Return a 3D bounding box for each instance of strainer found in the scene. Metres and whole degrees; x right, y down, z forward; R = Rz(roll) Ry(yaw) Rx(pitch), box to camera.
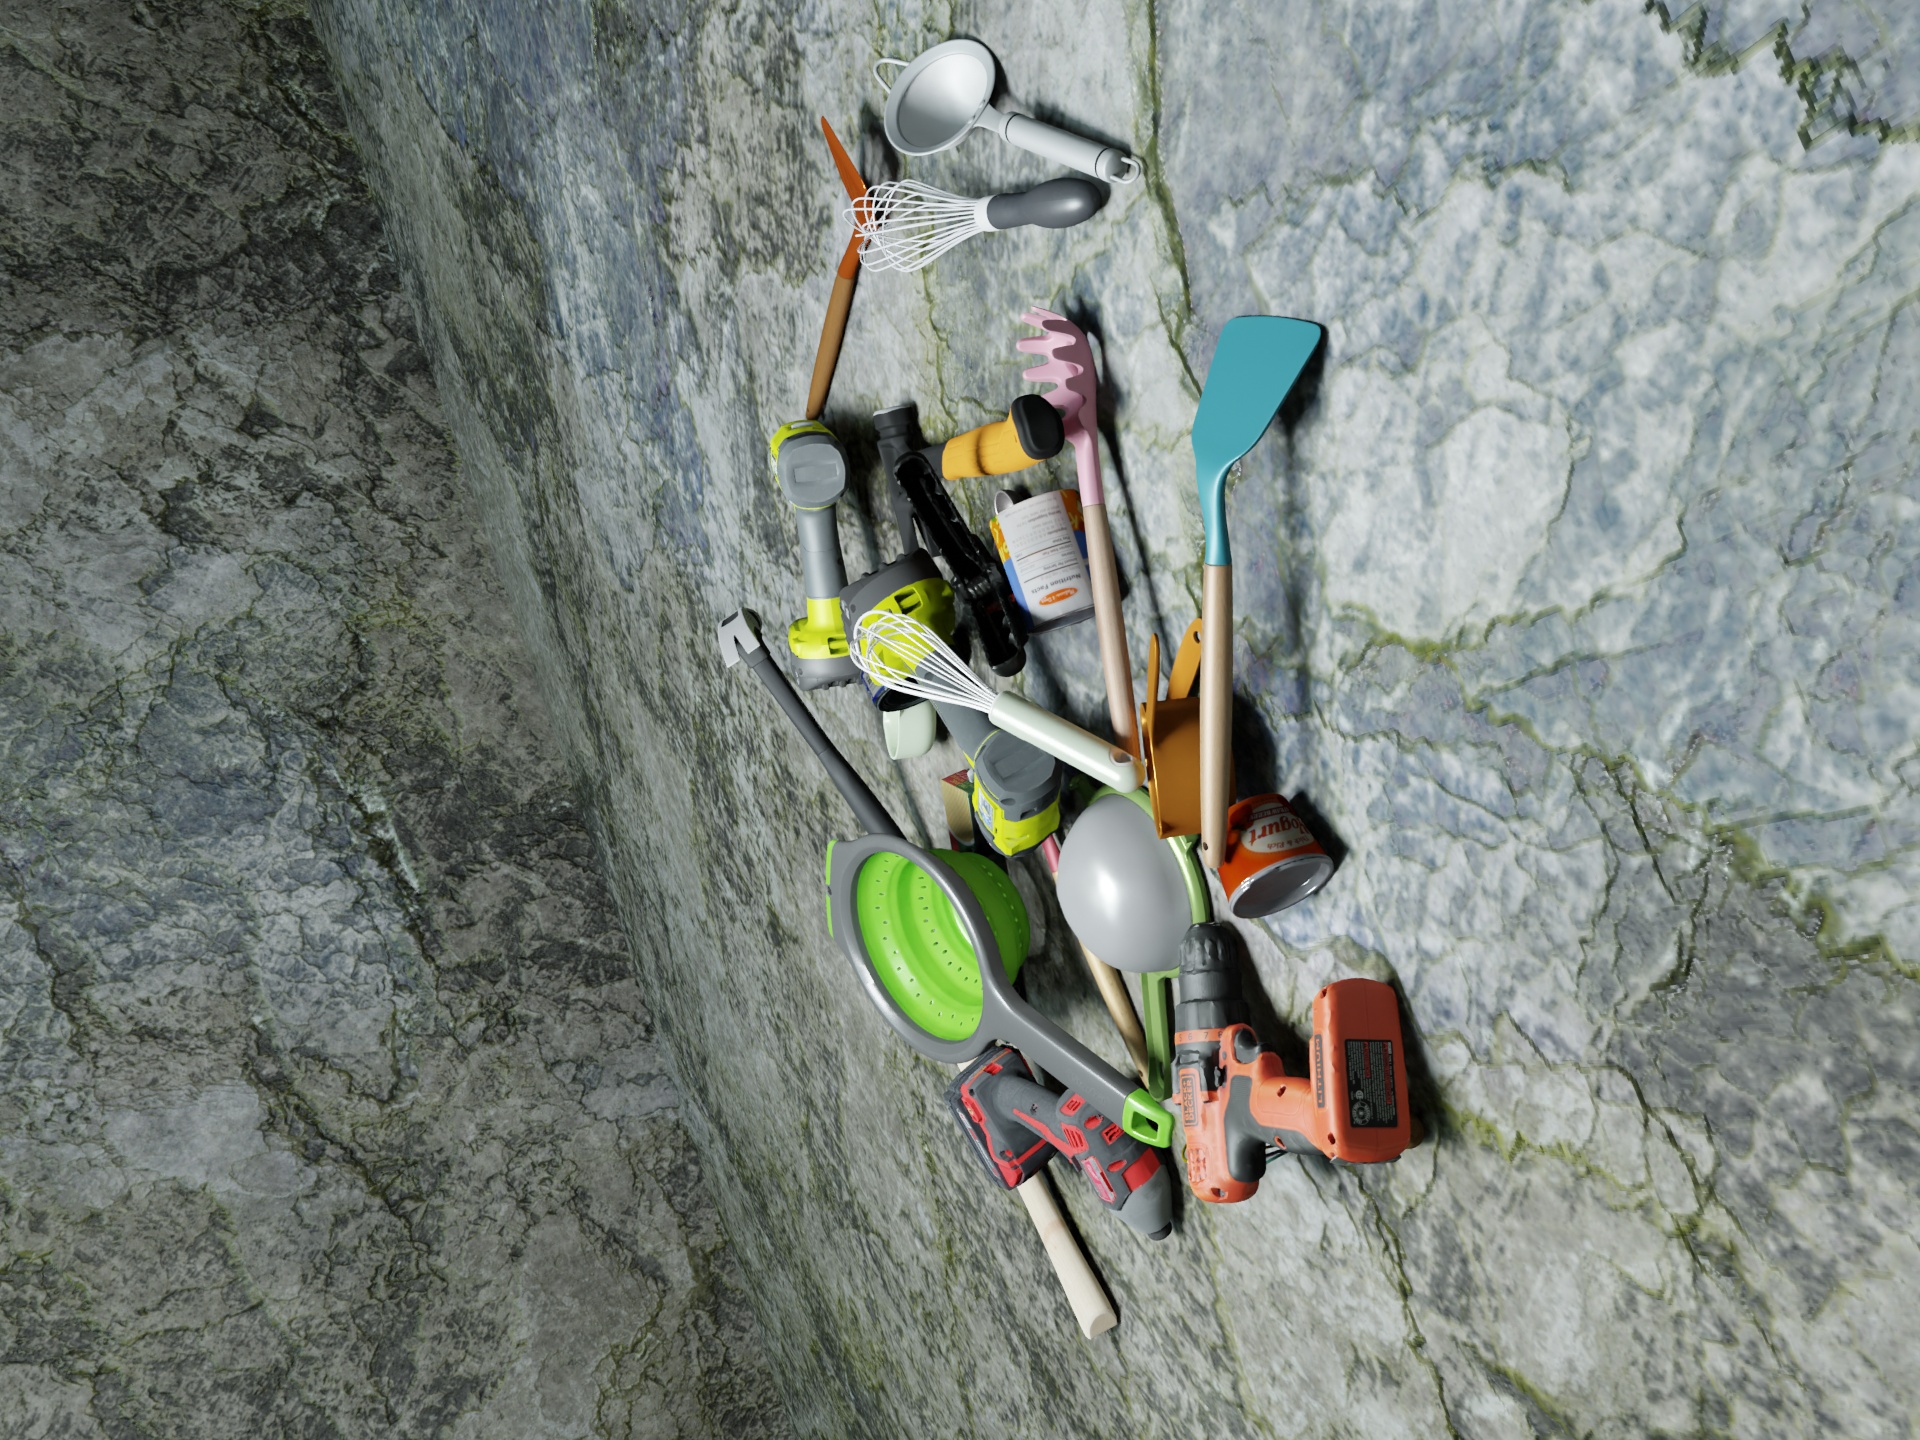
[{"bbox_3d":[0.117,0.173,1.165,0.152,0.069,0.256,24,126,59],"label":"strainer"},{"bbox_3d":[0.030,-0.378,1.016,0.087,0.050,0.259,-55,48,5],"label":"strainer"}]

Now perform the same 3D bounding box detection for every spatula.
[{"bbox_3d":[0.156,-0.066,0.905,0.082,0.044,0.317,28,124,57],"label":"spatula"},{"bbox_3d":[-0.107,-0.353,1.320,0.081,0.041,0.322,62,155,20],"label":"spatula"}]

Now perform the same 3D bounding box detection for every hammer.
[{"bbox_3d":[-0.117,0.041,1.477,0.334,0.035,0.146,55,-177,-9],"label":"hammer"},{"bbox_3d":[0.003,-0.183,1.152,0.337,0.034,0.127,-168,64,-72],"label":"hammer"},{"bbox_3d":[0.037,0.380,1.501,0.411,0.038,0.146,63,167,13],"label":"hammer"}]

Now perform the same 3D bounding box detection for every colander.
[{"bbox_3d":[0.045,0.208,1.285,0.397,0.094,0.204,31,130,40],"label":"colander"}]

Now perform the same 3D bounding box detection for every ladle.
[{"bbox_3d":[0.089,0.142,1.256,0.315,0.031,0.069,67,153,8],"label":"ladle"}]

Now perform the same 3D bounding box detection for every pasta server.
[{"bbox_3d":[0.084,-0.112,1.038,0.060,0.040,0.316,177,85,-74],"label":"pasta server"}]

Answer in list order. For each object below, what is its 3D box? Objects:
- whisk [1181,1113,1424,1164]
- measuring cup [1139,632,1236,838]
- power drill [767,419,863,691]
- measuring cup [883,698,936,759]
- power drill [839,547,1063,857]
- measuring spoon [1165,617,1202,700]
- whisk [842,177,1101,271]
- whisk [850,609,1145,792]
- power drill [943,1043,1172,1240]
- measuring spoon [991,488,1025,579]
[{"bbox_3d":[0.219,0.278,1.052,0.245,0.047,0.051,-31,68,61],"label":"whisk"},{"bbox_3d":[0.140,0.003,0.970,0.173,0.052,0.095,82,-177,-52],"label":"measuring cup"},{"bbox_3d":[-0.128,-0.156,1.429,0.191,0.080,0.228,-124,26,-71],"label":"power drill"},{"bbox_3d":[-0.046,-0.049,1.414,0.083,0.038,0.168,143,126,-75],"label":"measuring cup"},{"bbox_3d":[-0.002,-0.004,1.200,0.223,0.080,0.171,57,168,20],"label":"power drill"},{"bbox_3d":[0.147,-0.022,1.046,0.021,0.011,0.116,54,146,38],"label":"measuring spoon"},{"bbox_3d":[0.004,-0.342,1.080,0.285,0.070,0.070,18,123,56],"label":"whisk"},{"bbox_3d":[0.021,-0.012,1.072,0.246,0.058,0.059,29,129,29],"label":"whisk"},{"bbox_3d":[0.089,0.352,1.327,0.220,0.078,0.143,-3,120,60],"label":"power drill"},{"bbox_3d":[0.037,-0.130,1.205,0.034,0.018,0.124,58,159,28],"label":"measuring spoon"}]
